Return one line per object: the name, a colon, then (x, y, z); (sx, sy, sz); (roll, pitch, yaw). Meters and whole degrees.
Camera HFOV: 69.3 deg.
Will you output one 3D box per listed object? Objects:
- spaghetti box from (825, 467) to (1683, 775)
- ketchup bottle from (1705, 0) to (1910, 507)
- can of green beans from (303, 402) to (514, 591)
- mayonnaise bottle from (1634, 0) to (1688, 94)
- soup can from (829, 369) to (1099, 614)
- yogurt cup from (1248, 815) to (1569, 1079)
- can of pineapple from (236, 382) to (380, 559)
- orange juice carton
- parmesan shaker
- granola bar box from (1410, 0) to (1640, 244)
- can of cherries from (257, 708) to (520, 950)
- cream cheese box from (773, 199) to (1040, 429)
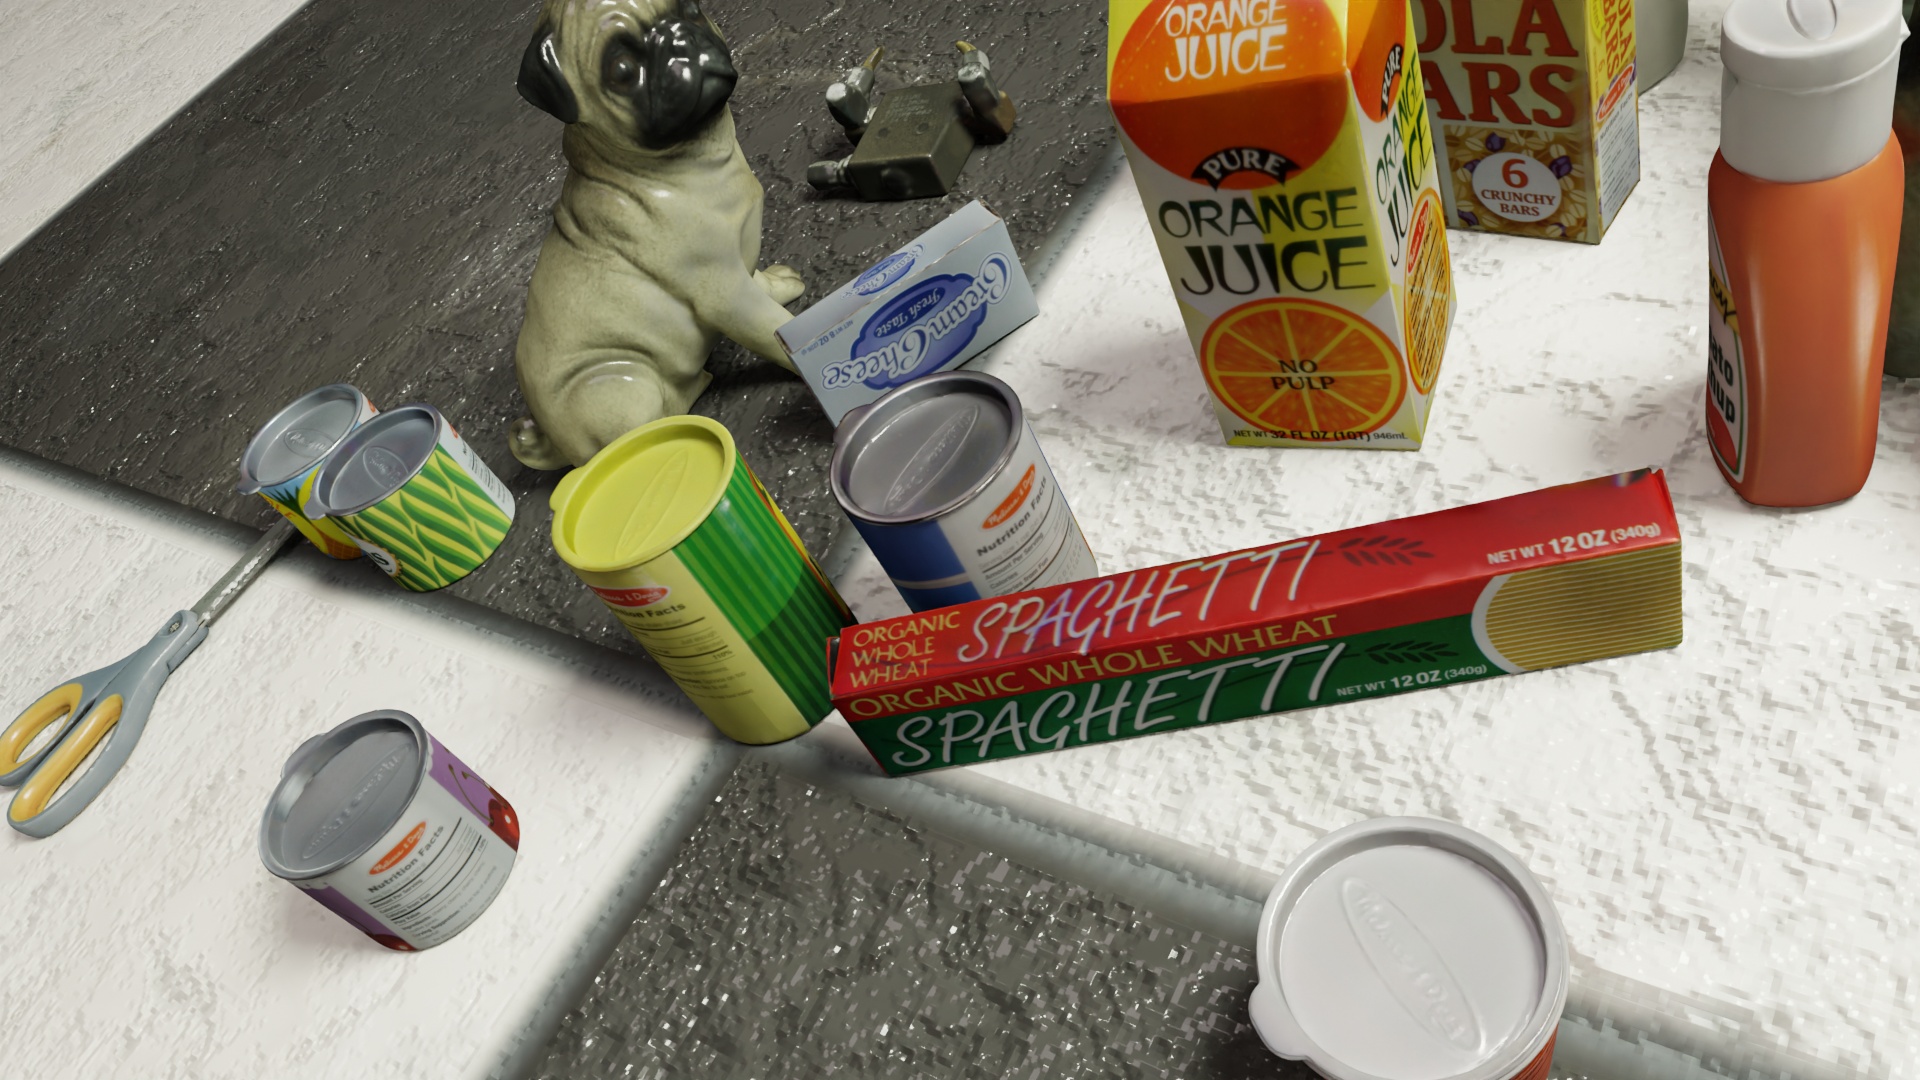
spaghetti box: (0.080, 0.029, 0.419); (0.250, 0.050, 0.029); (-12, 46, 18)
ketchup bottle: (0.224, -0.078, 0.371); (0.043, 0.148, 0.065); (-6, 48, 23)
can of green beans: (-0.246, -0.019, 0.629); (0.071, 0.057, 0.071); (-15, 45, 15)
mayonnaise bottle: (0.231, -0.229, 0.508); (0.065, 0.147, 0.041); (-29, 43, 1)
soup can: (0.002, -0.006, 0.468); (0.071, 0.083, 0.072); (-15, 45, 16)
yogurt cup: (0.109, 0.107, 0.329); (0.072, 0.053, 0.073); (-15, 45, 15)
can of pineapple: (-0.300, -0.032, 0.669); (0.071, 0.057, 0.071); (-15, 45, 15)
orange juice carton: (0.104, -0.119, 0.440); (0.072, 0.192, 0.073); (3, 53, 30)
parmesan shaker: (-0.086, 0.015, 0.480); (0.071, 0.102, 0.072); (-15, 45, 16)
granola bar box: (0.158, -0.177, 0.516); (0.165, 0.123, 0.039); (19, 61, 38)
can of cherries: (-0.202, 0.102, 0.494); (0.071, 0.058, 0.072); (-15, 45, 15)
cream cheese box: (-0.021, -0.092, 0.581); (0.104, 0.053, 0.024); (-34, 43, -5)
